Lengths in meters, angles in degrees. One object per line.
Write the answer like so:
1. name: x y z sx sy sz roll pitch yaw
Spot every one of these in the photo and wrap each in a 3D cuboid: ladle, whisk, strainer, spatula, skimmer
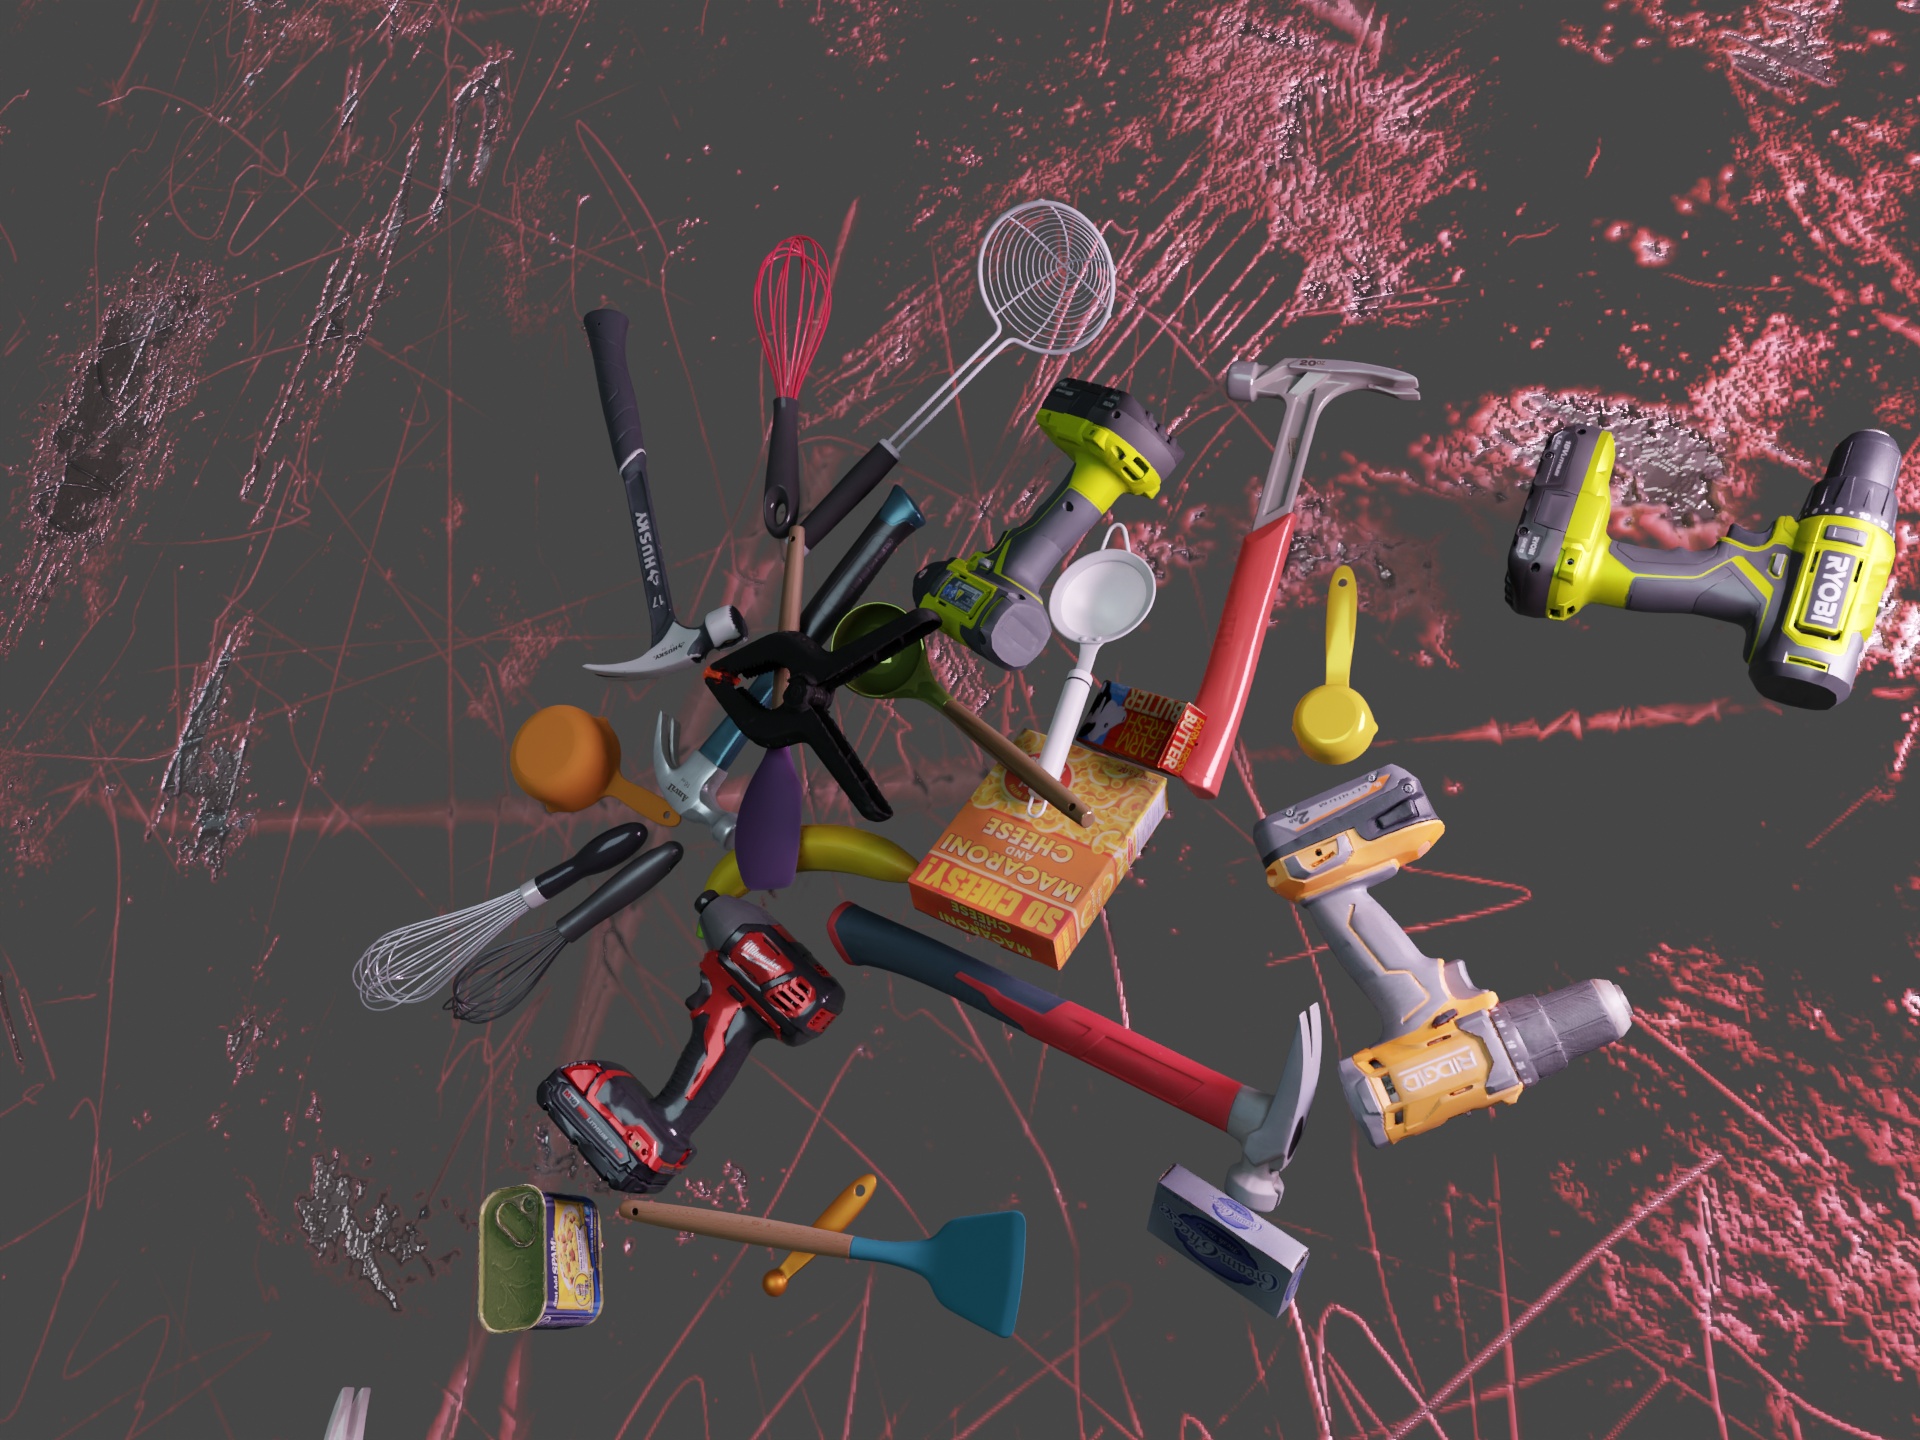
1. ladle: -0.002 -0.004 1.192 0.078 0.062 0.320 -53 41 2
2. whisk: -0.327 0.173 1.312 0.239 0.055 0.055 -36 61 1
3. strainer: 0.091 -0.036 1.202 0.087 0.050 0.259 4 57 28
4. spatula: -0.104 0.371 1.137 0.317 0.044 0.082 3 76 16
5. whisk: -0.385 0.162 1.337 0.284 0.070 0.070 -30 62 4
6. spatula: -0.146 -0.016 1.287 0.060 0.018 0.316 -6 67 23
7. whisk: -0.155 -0.303 1.423 0.073 0.073 0.296 -4 75 20
8. skimmer: -0.020 -0.277 1.337 0.127 0.090 0.363 45 92 1

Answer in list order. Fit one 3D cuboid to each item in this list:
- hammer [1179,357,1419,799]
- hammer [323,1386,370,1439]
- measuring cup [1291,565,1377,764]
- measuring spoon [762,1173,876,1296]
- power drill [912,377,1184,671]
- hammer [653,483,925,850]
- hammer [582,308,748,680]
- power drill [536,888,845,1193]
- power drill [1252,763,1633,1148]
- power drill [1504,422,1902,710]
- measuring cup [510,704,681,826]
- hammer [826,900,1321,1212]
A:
1. hammer: 0.234 -0.111 1.203 0.149 0.036 0.359 11 74 25
2. hammer: -0.294 0.562 1.154 0.410 0.038 0.146 -8 66 18
3. measuring cup: 0.275 -0.046 1.164 0.062 0.029 0.157 1 72 22
4. measuring spoon: -0.104 0.375 1.163 0.117 0.011 0.021 -47 61 0
5. power drill: 0.057 -0.156 1.252 0.223 0.080 0.171 -52 33 -2
6. hammer: -0.137 -0.057 1.332 0.128 0.033 0.331 35 85 28
7. hammer: -0.301 -0.217 1.459 0.149 0.036 0.409 -23 63 13
8. power drill: -0.207 0.241 1.215 0.143 0.078 0.219 42 85 20
9. power drill: 0.312 0.145 1.050 0.185 0.084 0.226 -25 68 12
10. power drill: 0.505 -0.125 1.079 0.229 0.080 0.190 17 77 24
11. measuring cup: -0.310 0.046 1.349 0.174 0.052 0.095 25 81 30
12. hammer: 0.066 0.197 1.126 0.386 0.038 0.143 21 107 30
